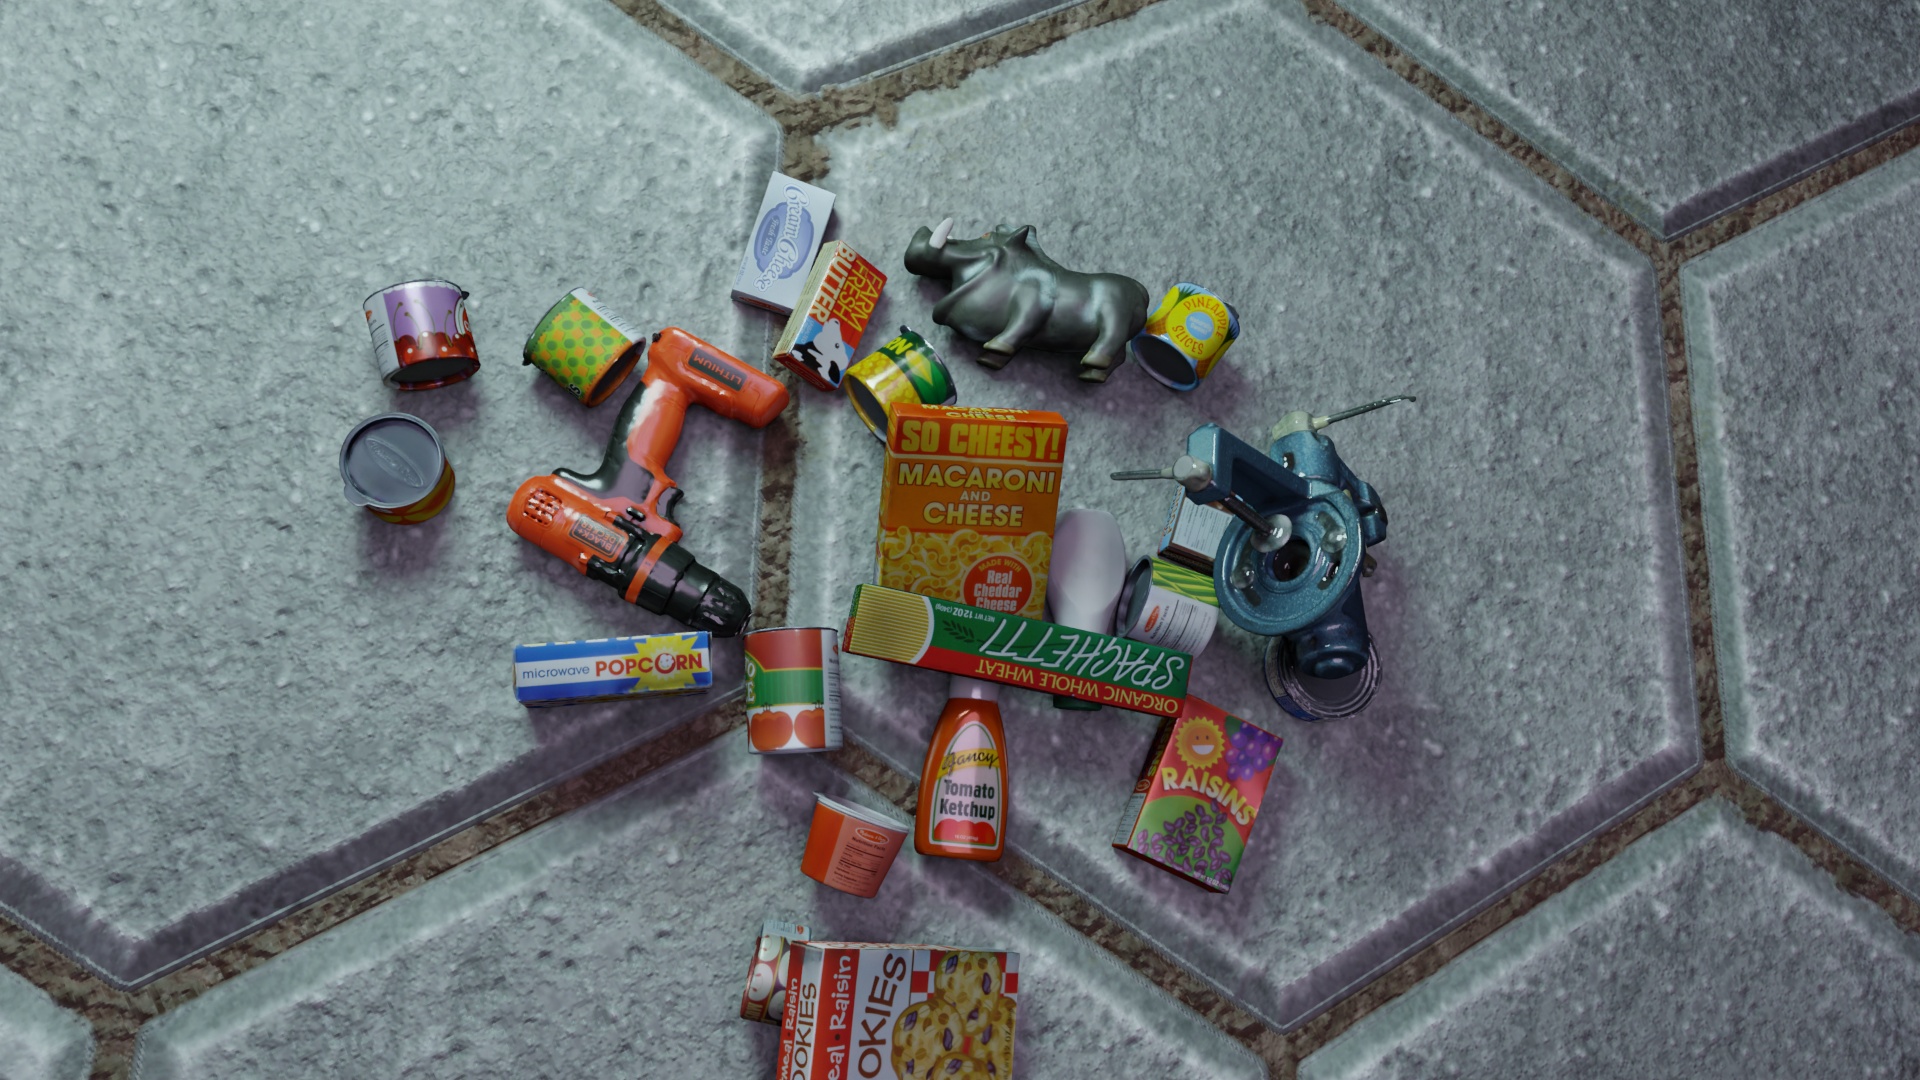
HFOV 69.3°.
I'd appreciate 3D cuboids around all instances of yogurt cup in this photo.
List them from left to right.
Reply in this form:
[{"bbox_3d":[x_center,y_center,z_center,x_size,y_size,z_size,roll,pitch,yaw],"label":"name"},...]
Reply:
[{"bbox_3d":[-0.075,0.211,0.954,0.072,0.072,0.054,22,82,-7],"label":"yogurt cup"}]

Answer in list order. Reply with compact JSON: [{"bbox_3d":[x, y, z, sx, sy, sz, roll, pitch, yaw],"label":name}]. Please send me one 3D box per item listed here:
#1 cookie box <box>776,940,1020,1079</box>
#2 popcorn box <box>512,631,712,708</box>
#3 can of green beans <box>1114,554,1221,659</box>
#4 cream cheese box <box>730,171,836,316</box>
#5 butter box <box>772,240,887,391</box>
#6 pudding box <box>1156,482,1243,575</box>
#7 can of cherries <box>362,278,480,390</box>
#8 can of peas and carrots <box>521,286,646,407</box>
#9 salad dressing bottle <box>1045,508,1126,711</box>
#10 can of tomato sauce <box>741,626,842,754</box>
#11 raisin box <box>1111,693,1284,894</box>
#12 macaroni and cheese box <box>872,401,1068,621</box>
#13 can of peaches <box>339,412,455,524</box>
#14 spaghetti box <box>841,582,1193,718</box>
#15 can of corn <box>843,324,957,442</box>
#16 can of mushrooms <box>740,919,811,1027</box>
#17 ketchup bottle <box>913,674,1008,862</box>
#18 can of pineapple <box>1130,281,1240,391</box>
[{"bbox_3d":[-0.040,0.330,0.911,0.167,0.040,0.123,15,74,-37],"label":"cookie box"},{"bbox_3d":[-0.232,0.088,0.936,0.127,0.085,0.038,-3,80,-13],"label":"popcorn box"},{"bbox_3d":[0.155,0.051,1.038,0.058,0.071,0.071,19,75,-9],"label":"can of green beans"},{"bbox_3d":[-0.134,-0.225,1.060,0.053,0.024,0.104,18,75,-9],"label":"cream cheese box"},{"bbox_3d":[-0.097,-0.169,1.043,0.053,0.024,0.104,34,70,-37],"label":"butter box"},{"bbox_3d":[0.190,-0.021,1.080,0.050,0.030,0.084,21,74,-6],"label":"pudding box"},{"bbox_3d":[-0.372,-0.143,0.968,0.071,0.071,0.058,-15,82,-15],"label":"can of cherries"},{"bbox_3d":[-0.268,-0.135,0.989,0.059,0.070,0.071,38,73,-2],"label":"can of peas and carrots"},{"bbox_3d":[0.090,0.052,1.036,0.064,0.044,0.148,6,78,-12],"label":"salad dressing bottle"},{"bbox_3d":[-0.118,0.105,0.967,0.071,0.071,0.083,-1,79,-12],"label":"can of tomato sauce"},{"bbox_3d":[0.176,0.186,1.026,0.086,0.040,0.123,25,75,-5],"label":"raisin box"},{"bbox_3d":[0.004,-0.012,0.991,0.124,0.040,0.165,2,110,-12],"label":"macaroni and cheese box"},{"bbox_3d":[-0.384,-0.046,0.947,0.071,0.058,0.071,3,78,-12],"label":"can of peaches"},{"bbox_3d":[0.044,0.079,0.981,0.250,0.028,0.050,13,83,-12],"label":"spaghetti box"},{"bbox_3d":[-0.047,-0.115,1.031,0.058,0.071,0.071,-36,87,-16],"label":"can of corn"},{"bbox_3d":[-0.123,0.290,0.923,0.033,0.071,0.071,15,75,-8],"label":"can of mushrooms"},{"bbox_3d":[0.005,0.152,0.995,0.065,0.043,0.149,9,75,-10],"label":"ketchup bottle"},{"bbox_3d":[0.176,-0.160,1.088,0.071,0.071,0.058,39,74,-2],"label":"can of pineapple"}]
